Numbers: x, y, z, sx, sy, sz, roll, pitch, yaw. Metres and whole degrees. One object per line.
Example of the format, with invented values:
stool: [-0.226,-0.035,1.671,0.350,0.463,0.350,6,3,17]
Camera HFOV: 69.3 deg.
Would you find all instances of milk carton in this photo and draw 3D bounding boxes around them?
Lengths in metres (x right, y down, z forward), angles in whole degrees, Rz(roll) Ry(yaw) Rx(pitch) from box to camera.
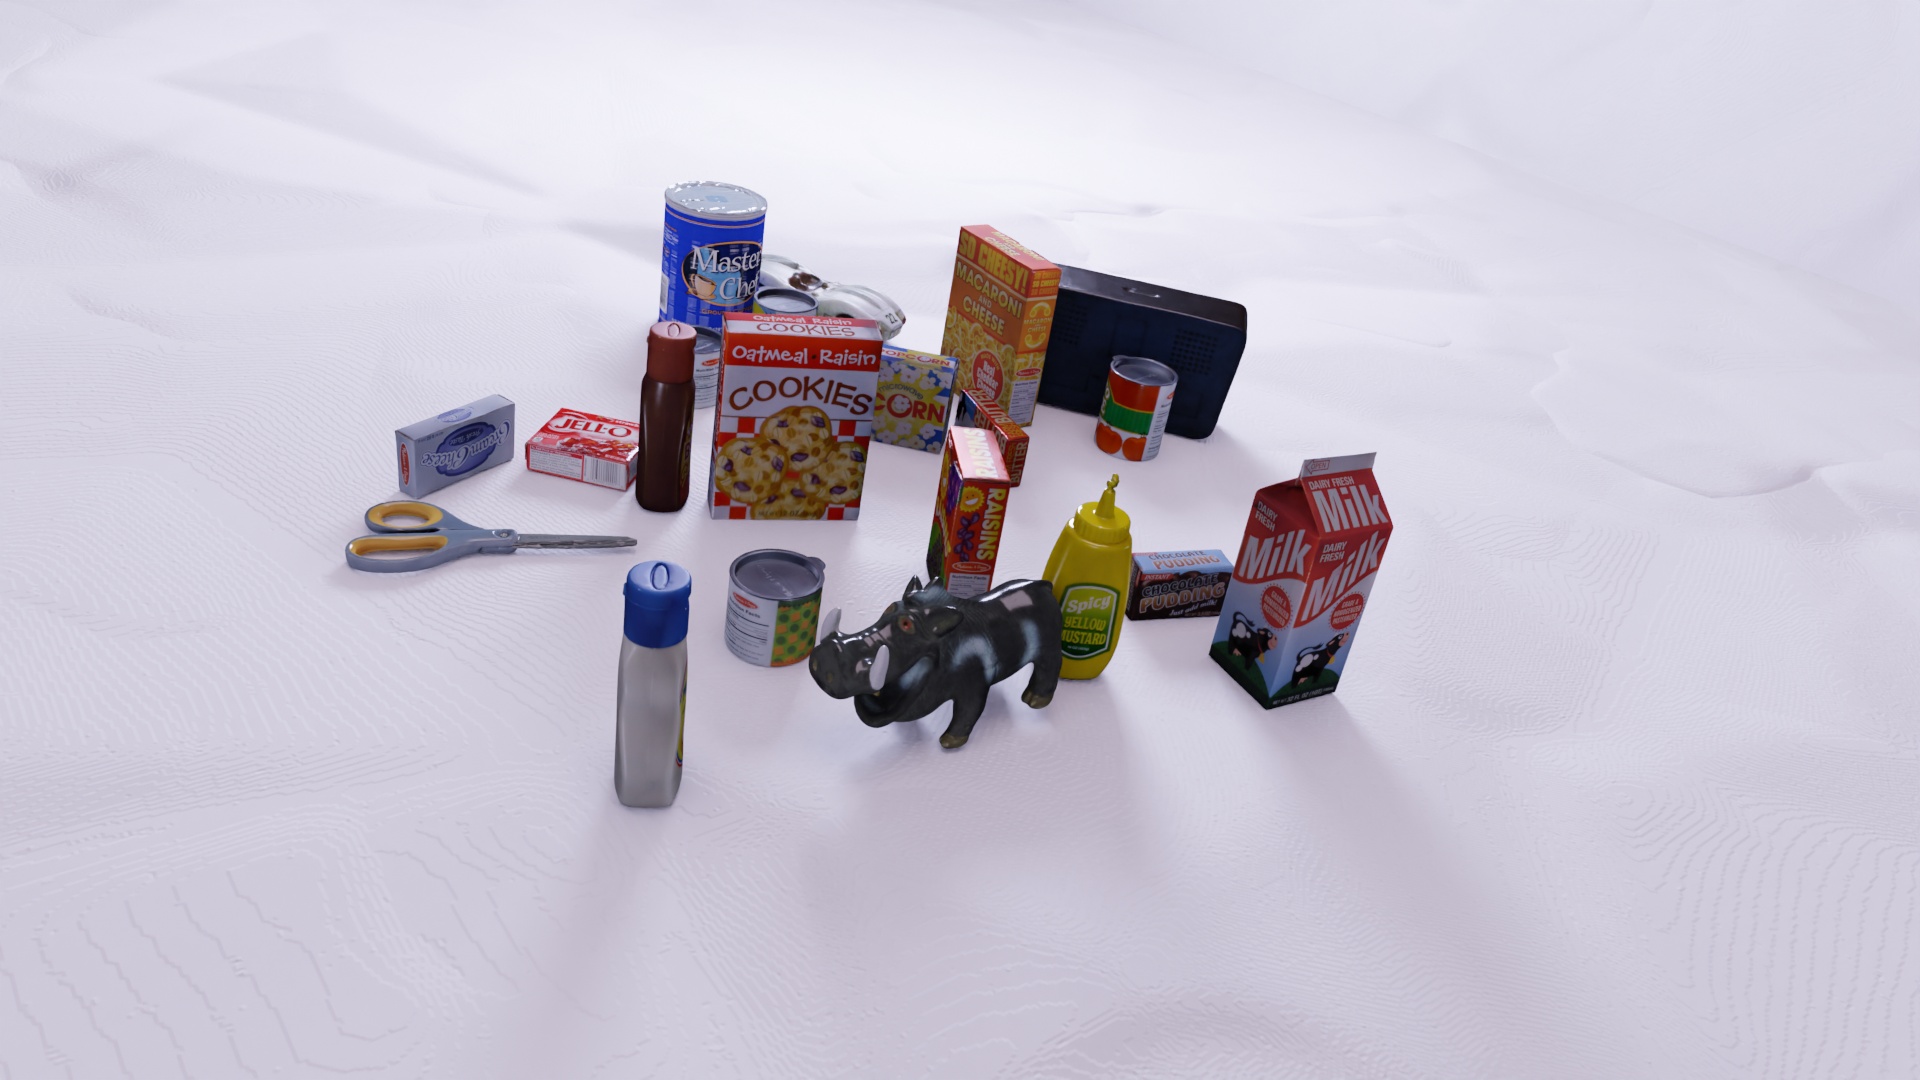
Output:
milk carton: [0.250,0.022,1.012,0.072,0.189,0.074,-8,34,-29]

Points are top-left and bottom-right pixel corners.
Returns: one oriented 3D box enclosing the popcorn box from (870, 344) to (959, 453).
popcorn box: [-0.071,-0.136,1.285,0.127,0.084,0.038,11,30,1]

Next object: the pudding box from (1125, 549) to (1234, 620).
pudding box: [0.171,0.035,1.105,0.084,0.049,0.030,-2,32,-20]

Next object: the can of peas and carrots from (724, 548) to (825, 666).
can of peas and carrots: [-0.130,0.046,0.980,0.071,0.058,0.071,8,30,-5]

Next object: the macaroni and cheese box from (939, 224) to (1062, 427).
macaroni and cheese box: [0.035,-0.211,1.366,0.040,0.165,0.124,-12,36,-34]

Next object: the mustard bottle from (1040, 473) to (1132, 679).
mustard bottle: [0.090,0.024,0.987,0.065,0.159,0.049,5,30,-9]

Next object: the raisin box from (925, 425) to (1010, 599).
raisin box: [0.004,-0.013,1.060,0.040,0.122,0.086,4,30,-11]

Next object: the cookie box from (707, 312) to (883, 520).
cookie box: [-0.135,-0.097,1.116,0.123,0.166,0.040,0,31,-17]

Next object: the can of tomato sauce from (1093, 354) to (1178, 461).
can of tomato sauce: [0.168,-0.129,1.351,0.071,0.082,0.071,8,30,-5]

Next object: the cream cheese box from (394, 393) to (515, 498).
cream cheese box: [-0.402,-0.076,1.108,0.024,0.053,0.104,24,32,22]

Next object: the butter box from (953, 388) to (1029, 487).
butter box: [0.027,-0.095,1.277,0.024,0.052,0.104,-6,34,-26]

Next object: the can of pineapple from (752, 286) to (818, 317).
can of pineapple: [-0.182,-0.222,1.423,0.071,0.057,0.071,8,30,-5]

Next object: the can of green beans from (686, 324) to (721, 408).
can of green beans: [-0.253,-0.163,1.300,0.071,0.057,0.071,8,30,-5]

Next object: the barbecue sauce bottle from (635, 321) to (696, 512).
barbecue sauce bottle: [-0.234,-0.100,1.107,0.044,0.147,0.065,5,30,-10]

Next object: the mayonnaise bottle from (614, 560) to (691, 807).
mayonnaise bottle: [-0.180,0.083,0.812,0.041,0.147,0.065,4,30,-11]
